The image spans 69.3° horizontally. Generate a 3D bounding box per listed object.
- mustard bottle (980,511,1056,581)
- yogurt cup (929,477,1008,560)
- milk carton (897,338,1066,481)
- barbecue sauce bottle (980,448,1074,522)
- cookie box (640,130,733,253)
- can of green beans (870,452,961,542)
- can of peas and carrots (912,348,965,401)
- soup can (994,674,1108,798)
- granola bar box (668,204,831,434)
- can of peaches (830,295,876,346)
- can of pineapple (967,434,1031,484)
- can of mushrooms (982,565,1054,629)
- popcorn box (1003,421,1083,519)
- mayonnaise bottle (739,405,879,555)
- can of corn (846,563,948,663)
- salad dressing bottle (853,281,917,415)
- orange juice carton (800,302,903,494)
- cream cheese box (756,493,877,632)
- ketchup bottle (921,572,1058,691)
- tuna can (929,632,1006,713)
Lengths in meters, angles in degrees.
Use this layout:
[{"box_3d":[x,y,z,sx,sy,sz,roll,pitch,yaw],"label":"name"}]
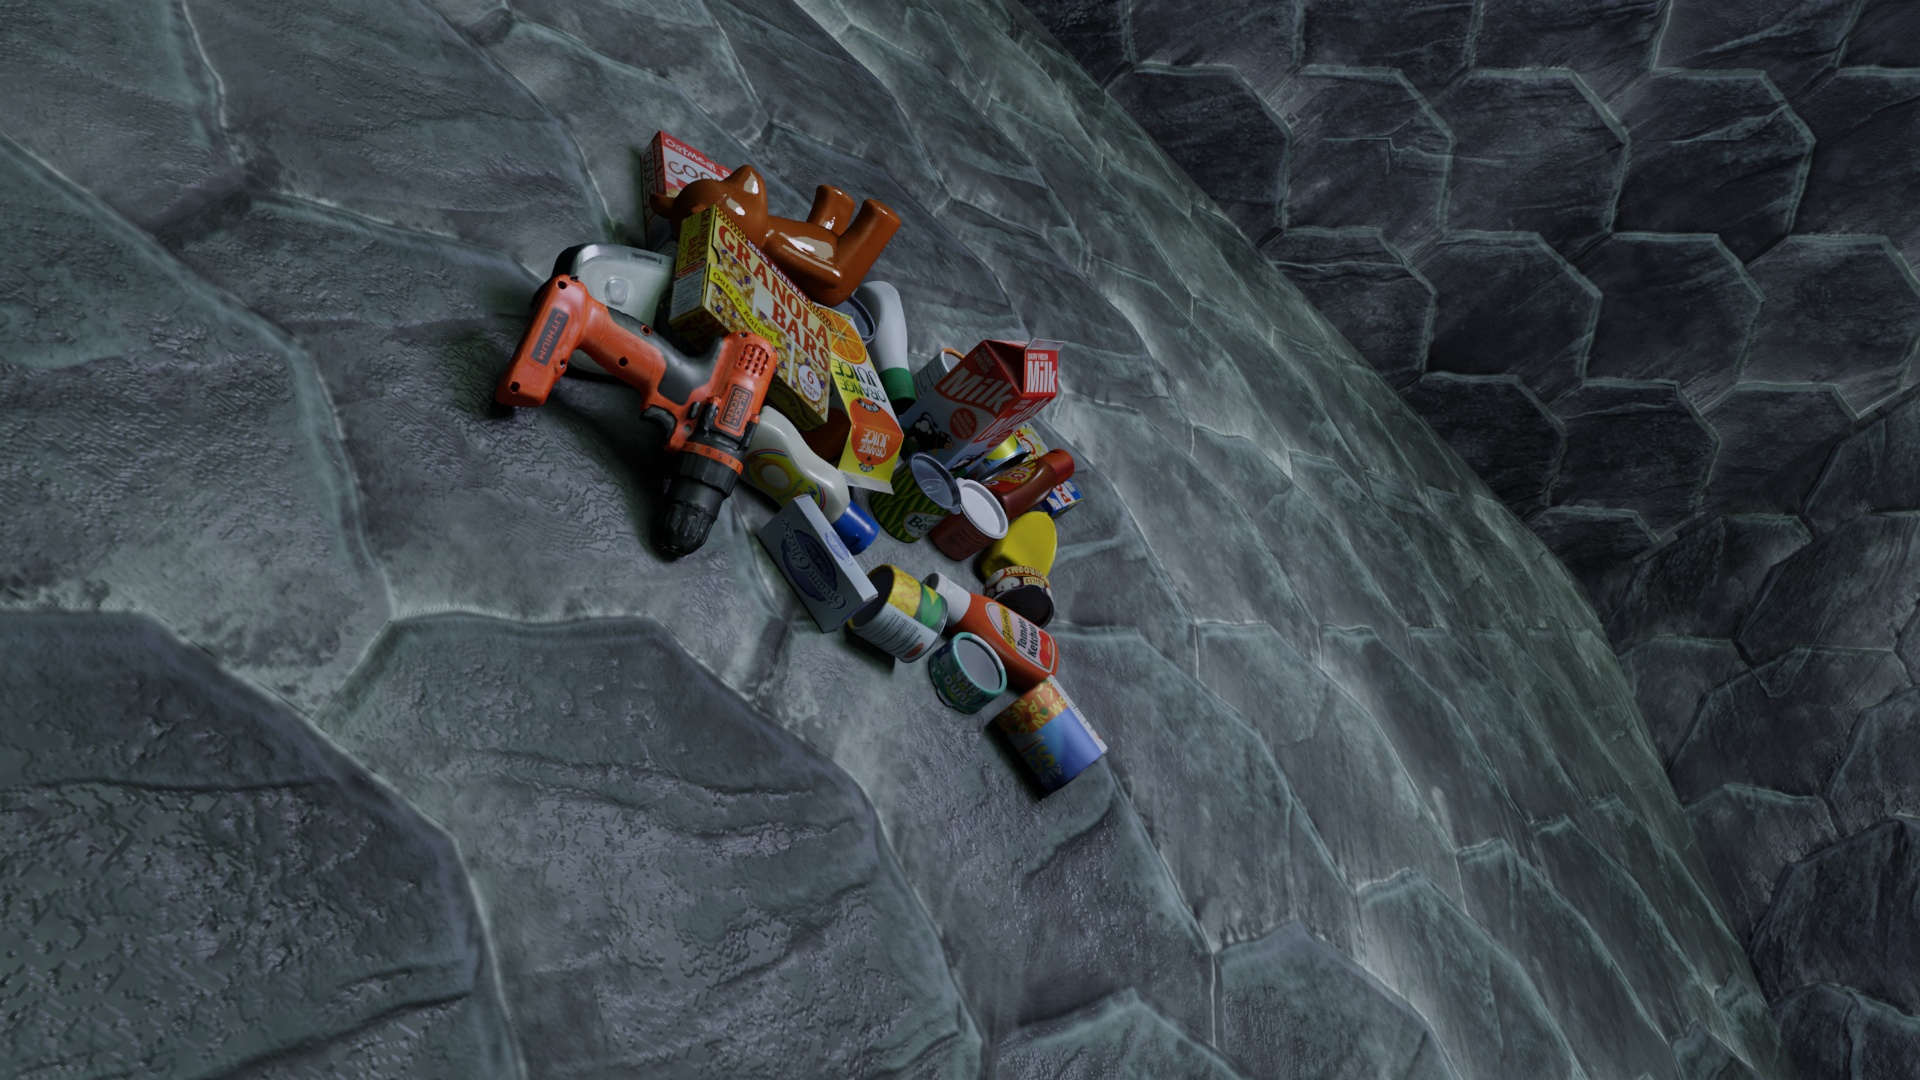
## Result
[{"box_3d":[0.068,0.006,1.423,0.065,0.048,0.161,48,27,-5],"label":"mustard bottle"},{"box_3d":[0.005,-0.017,1.354,0.072,0.053,0.073,35,32,-26],"label":"yogurt cup"},{"box_3d":[0.023,-0.139,1.382,0.073,0.190,0.072,57,28,13],"label":"milk carton"},{"box_3d":[0.065,-0.056,1.444,0.149,0.065,0.043,-30,115,-47],"label":"barbecue sauce bottle"},{"box_3d":[-0.248,-0.313,1.360,0.123,0.040,0.168,25,37,-38],"label":"cookie box"},{"box_3d":[-0.042,-0.040,1.310,0.071,0.057,0.071,36,31,-26],"label":"can of green beans"},{"box_3d":[-0.015,-0.165,1.498,0.071,0.058,0.071,36,32,-26],"label":"can of peas and carrots"},{"box_3d":[0.077,0.172,1.223,0.084,0.071,0.071,53,28,7],"label":"soup can"},{"box_3d":[-0.172,-0.184,1.172,0.165,0.039,0.125,44,34,-44],"label":"granola bar box"},{"box_3d":[-0.129,-0.212,1.391,0.071,0.058,0.071,35,32,-26],"label":"can of peaches"},{"box_3d":[0.029,-0.097,1.470,0.058,0.070,0.071,56,28,10],"label":"can of pineapple"},{"box_3d":[0.056,0.056,1.322,0.071,0.071,0.034,33,31,-30],"label":"can of mushrooms"},{"box_3d":[0.073,-0.080,1.542,0.127,0.038,0.085,54,30,7],"label":"popcorn box"},{"box_3d":[-0.133,-0.046,1.186,0.148,0.064,0.041,43,28,-21],"label":"mayonnaise bottle"},{"box_3d":[-0.054,0.059,1.166,0.058,0.071,0.071,34,32,-28],"label":"can of corn"},{"box_3d":[-0.077,-0.201,1.455,0.044,0.064,0.148,3,59,-31],"label":"salad dressing bottle"},{"box_3d":[-0.117,-0.125,1.288,0.072,0.072,0.193,13,46,-50],"label":"orange juice carton"},{"box_3d":[-0.117,0.019,1.136,0.104,0.053,0.024,54,30,8],"label":"cream cheese box"},{"box_3d":[0.024,0.081,1.276,0.148,0.043,0.065,34,35,-26],"label":"ketchup bottle"},{"box_3d":[0.006,0.117,1.219,0.071,0.032,0.071,36,31,-25],"label":"tuna can"}]
